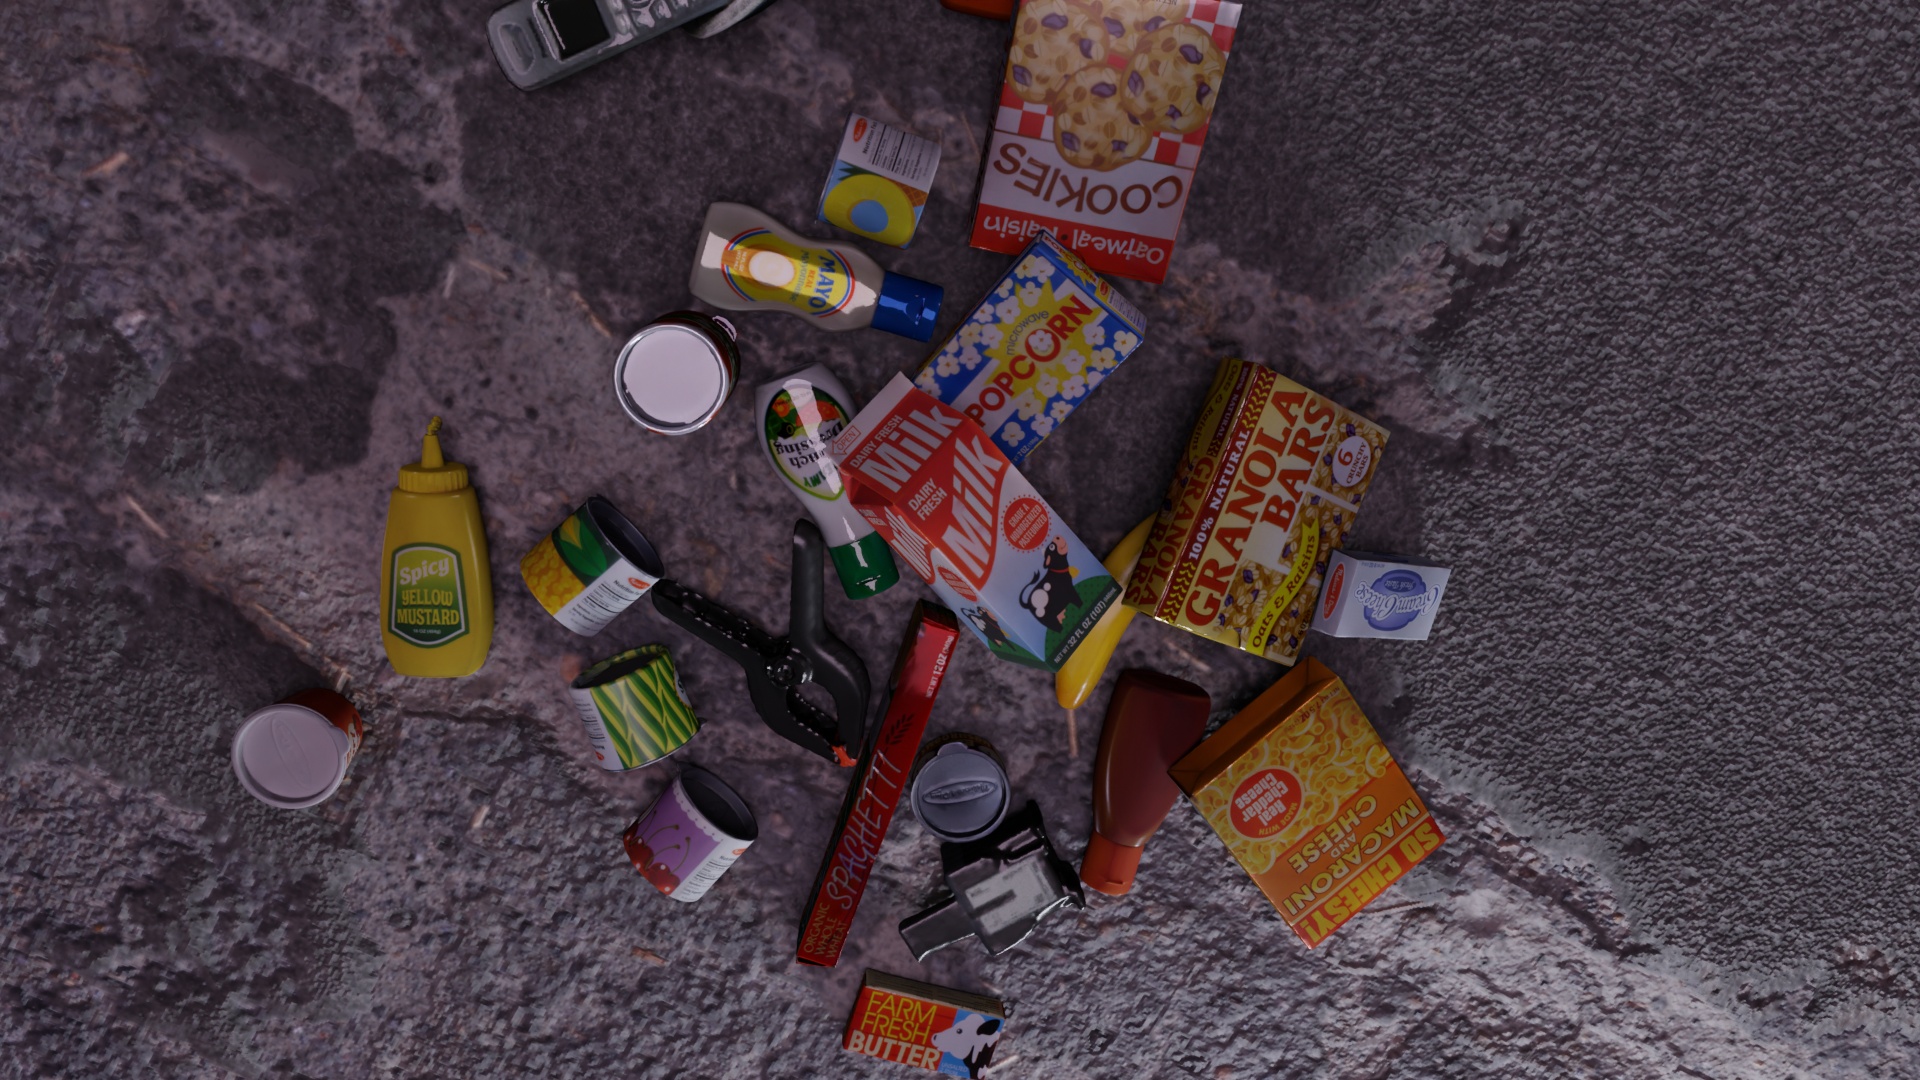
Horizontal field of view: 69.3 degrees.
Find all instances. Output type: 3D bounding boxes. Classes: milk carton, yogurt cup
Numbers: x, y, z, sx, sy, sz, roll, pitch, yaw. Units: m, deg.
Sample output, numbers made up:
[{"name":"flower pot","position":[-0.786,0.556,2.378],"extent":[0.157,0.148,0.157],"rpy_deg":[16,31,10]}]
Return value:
[{"name":"milk carton","position":[0.003,-0.011,0.843],"extent":[0.072,0.073,0.190],"rpy_deg":[-49,111,-17]},{"name":"yogurt cup","position":[-0.411,0.126,0.869],"extent":[0.072,0.054,0.072],"rpy_deg":[-1,103,-4]}]

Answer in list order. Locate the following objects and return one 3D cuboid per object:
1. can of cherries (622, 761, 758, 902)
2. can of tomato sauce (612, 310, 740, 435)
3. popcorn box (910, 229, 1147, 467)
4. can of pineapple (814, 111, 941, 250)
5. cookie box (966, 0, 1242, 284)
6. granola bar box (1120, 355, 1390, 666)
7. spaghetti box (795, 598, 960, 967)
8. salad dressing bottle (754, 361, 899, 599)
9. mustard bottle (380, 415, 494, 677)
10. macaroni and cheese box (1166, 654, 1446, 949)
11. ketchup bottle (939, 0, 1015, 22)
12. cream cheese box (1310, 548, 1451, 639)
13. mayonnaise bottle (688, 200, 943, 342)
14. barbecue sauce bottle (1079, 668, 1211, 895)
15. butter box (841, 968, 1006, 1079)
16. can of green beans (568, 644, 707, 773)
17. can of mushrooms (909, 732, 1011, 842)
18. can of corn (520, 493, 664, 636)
[{"name":"can of cherries","position":[-0.176,0.188,0.899],"extent":[0.071,0.071,0.058],"rpy_deg":[41,98,-12]},{"name":"can of tomato sauce","position":[-0.165,-0.101,0.825],"extent":[0.071,0.083,0.071],"rpy_deg":[-1,103,-4]},{"name":"popcorn box","position":[0.040,-0.113,0.841],"extent":[0.085,0.038,0.126],"rpy_deg":[38,119,-13]},{"name":"can of pineapple","position":[-0.049,-0.210,0.821],"extent":[0.058,0.071,0.071],"rpy_deg":[18,101,-9]},{"name":"cookie box","position":[0.080,-0.244,0.813],"extent":[0.123,0.040,0.166],"rpy_deg":[10,119,-6]},{"name":"granola bar box","position":[0.186,-0.016,0.865],"extent":[0.124,0.039,0.165],"rpy_deg":[20,94,-32]},{"name":"spaghetti box","position":[-0.056,0.161,0.909],"extent":[0.029,0.050,0.249],"rpy_deg":[19,100,-7]},{"name":"salad dressing bottle","position":[-0.080,-0.036,0.867],"extent":[0.064,0.044,0.147],"rpy_deg":[-21,104,3]},{"name":"mustard bottle","position":[-0.323,0.003,0.852],"extent":[0.065,0.049,0.159],"rpy_deg":[0,103,-6]},{"name":"macaroni and cheese box","position":[0.232,0.176,0.923],"extent":[0.124,0.040,0.166],"rpy_deg":[-39,115,-1]},{"name":"ketchup bottle","position":[0.065,-0.332,0.814],"extent":[0.149,0.043,0.064],"rpy_deg":[8,103,-7]},{"name":"cream cheese box","position":[0.272,0.036,0.898],"extent":[0.104,0.024,0.053],"rpy_deg":[4,105,-39]},{"name":"mayonnaise bottle","position":[-0.085,-0.157,0.841],"extent":[0.148,0.041,0.064],"rpy_deg":[15,99,-7]},{"name":"barbecue sauce bottle","position":[0.117,0.163,0.928],"extent":[0.065,0.044,0.148],"rpy_deg":[13,102,-12]},{"name":"butter box","position":[-0.026,0.336,0.964],"extent":[0.103,0.024,0.053],"rpy_deg":[16,100,-8]},{"name":"can of green beans","position":[-0.205,0.105,0.876],"extent":[0.071,0.071,0.057],"rpy_deg":[-20,103,0]},{"name":"can of mushrooms","position":[-0.001,0.161,0.923],"extent":[0.071,0.033,0.071],"rpy_deg":[-1,103,-4]},{"name":"can of corn","position":[-0.228,0.015,0.856],"extent":[0.058,0.071,0.071],"rpy_deg":[-41,103,5]}]
